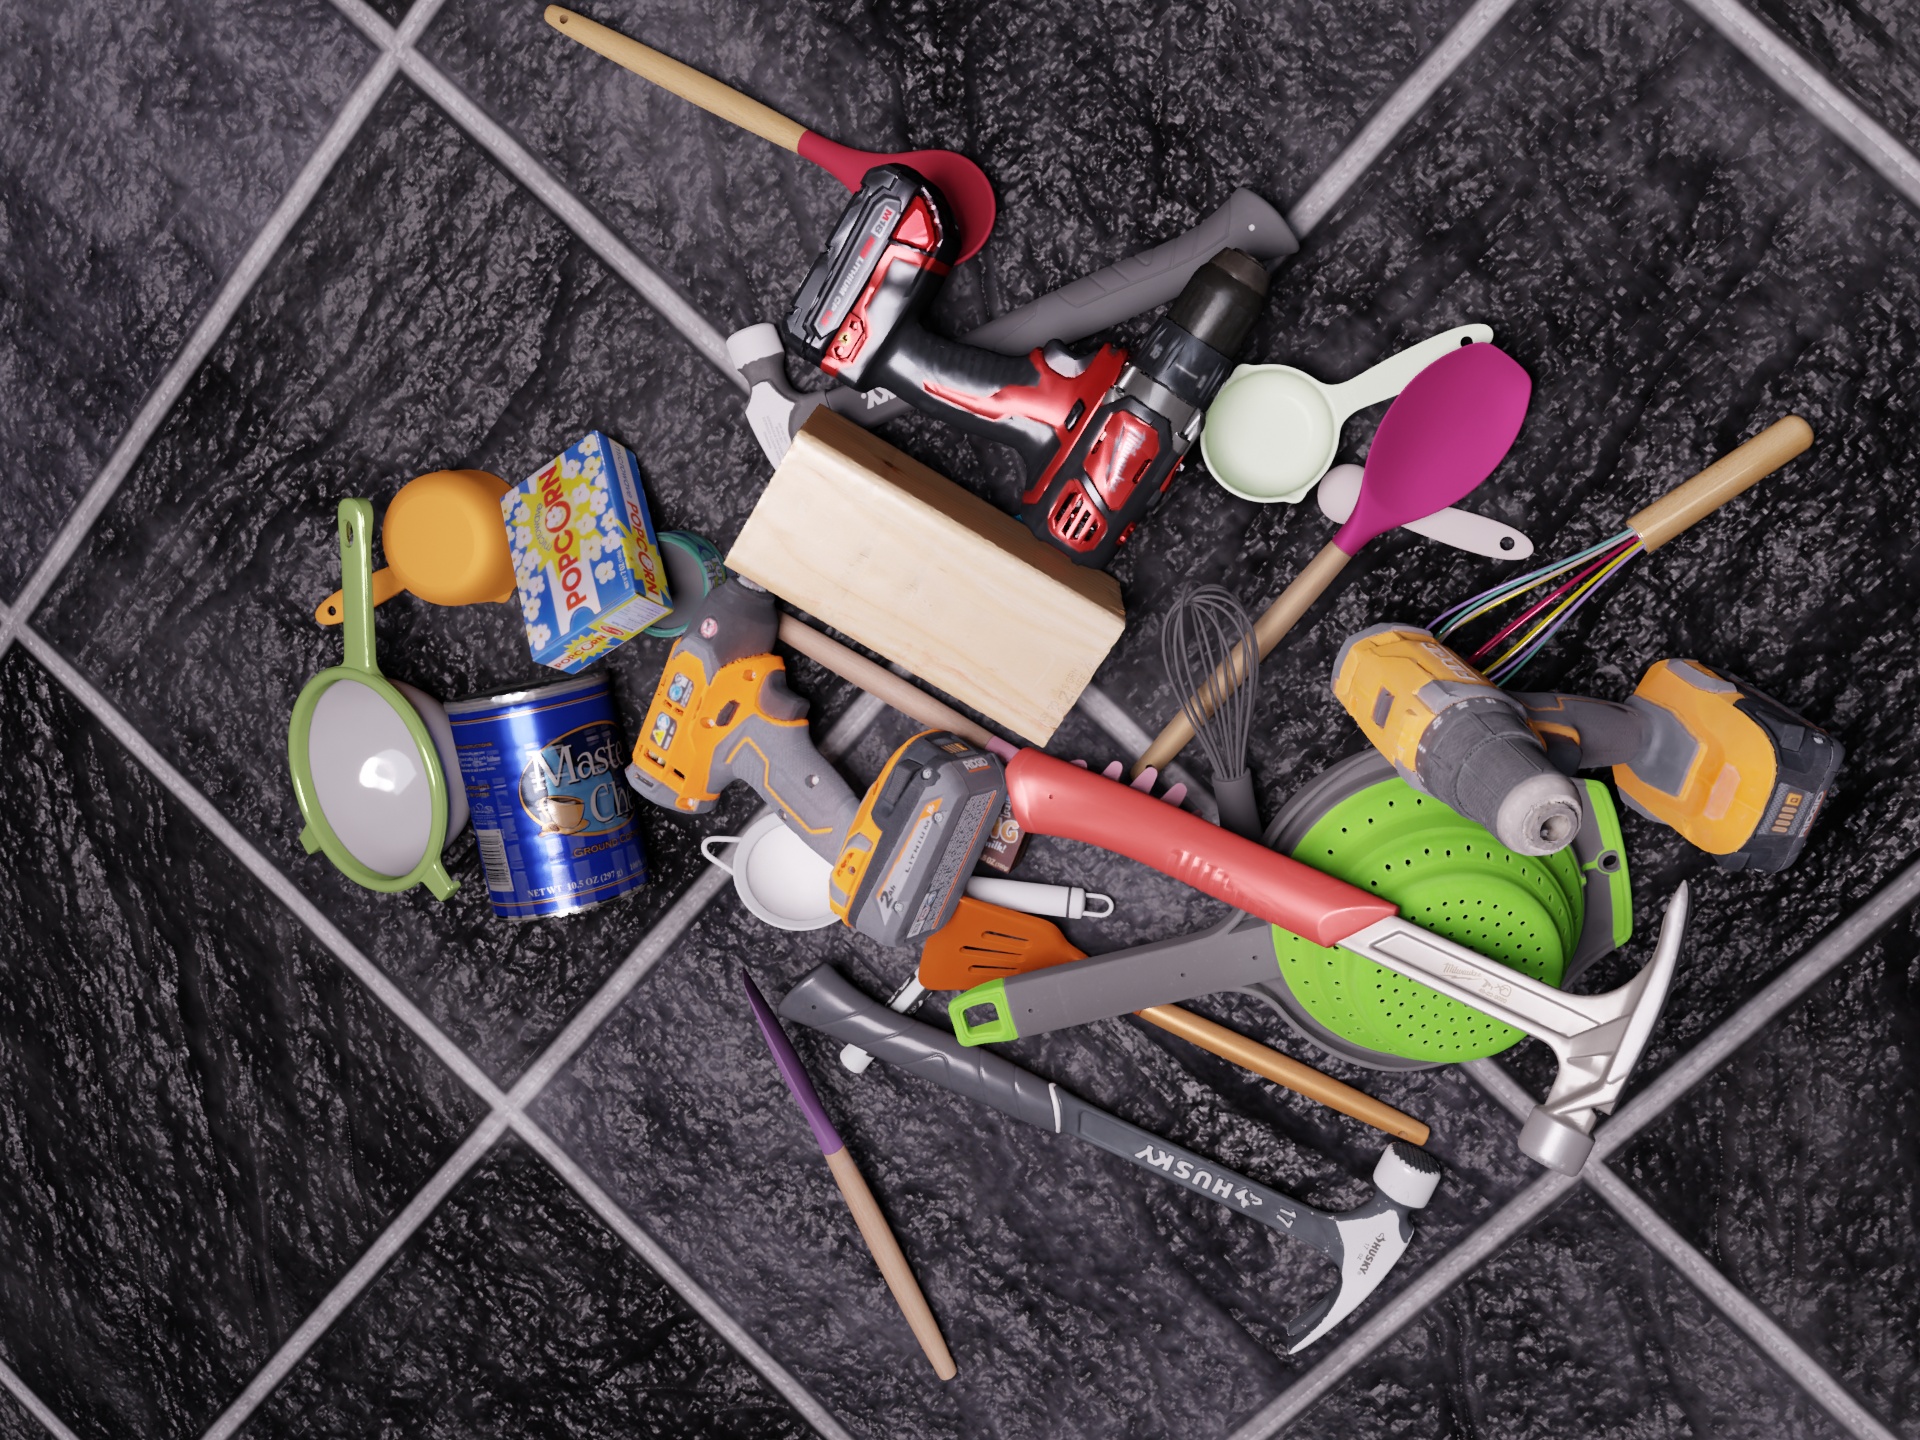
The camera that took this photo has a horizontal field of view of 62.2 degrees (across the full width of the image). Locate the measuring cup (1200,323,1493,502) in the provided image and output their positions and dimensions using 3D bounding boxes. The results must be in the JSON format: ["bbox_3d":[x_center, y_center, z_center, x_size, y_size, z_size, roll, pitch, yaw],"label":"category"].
[{"bbox_3d":[0.215,-0.180,0.893,0.167,0.038,0.083,-24,94,12],"label":"measuring cup"}]

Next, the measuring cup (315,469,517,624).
[{"bbox_3d":[-0.363,-0.100,1.033,0.173,0.052,0.095,-25,93,14],"label":"measuring cup"}]

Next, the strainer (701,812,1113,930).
[{"bbox_3d":[-0.033,0.104,0.997,0.258,0.050,0.087,6,57,7],"label":"strainer"}]

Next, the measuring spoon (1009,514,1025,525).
[{"bbox_3d":[0.047,-0.118,0.948,0.128,0.021,0.042,-11,97,16],"label":"measuring spoon"}]

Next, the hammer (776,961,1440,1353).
[{"bbox_3d":[0.076,0.253,0.987,0.409,0.036,0.149,23,106,5],"label":"hammer"}]

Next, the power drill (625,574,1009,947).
[{"bbox_3d":[-0.087,0.014,0.946,0.227,0.084,0.164,31,108,23],"label":"power drill"}]

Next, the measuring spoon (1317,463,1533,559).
[{"bbox_3d":[0.263,-0.115,0.899,0.124,0.018,0.034,19,103,10],"label":"measuring spoon"}]

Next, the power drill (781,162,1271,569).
[{"bbox_3d":[0.039,-0.215,0.872,0.227,0.080,0.188,34,105,3],"label":"power drill"}]

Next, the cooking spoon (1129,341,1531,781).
[{"bbox_3d":[0.200,-0.079,0.908,0.068,0.017,0.319,35,111,-10],"label":"cooking spoon"}]

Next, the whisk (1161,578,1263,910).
[{"bbox_3d":[0.157,0.031,0.922,0.055,0.055,0.238,-8,112,15],"label":"whisk"}]

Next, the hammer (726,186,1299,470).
[{"bbox_3d":[0.034,-0.218,0.929,0.335,0.035,0.146,-20,94,16],"label":"hammer"}]

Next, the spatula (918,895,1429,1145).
[{"bbox_3d":[0.132,0.190,0.971,0.322,0.041,0.081,24,125,7],"label":"spatula"}]

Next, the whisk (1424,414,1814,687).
[{"bbox_3d":[0.354,-0.085,0.872,0.245,0.047,0.051,-35,89,13],"label":"whisk"}]

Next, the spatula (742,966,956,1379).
[{"bbox_3d":[-0.071,0.296,1.026,0.018,0.060,0.315,-25,103,-4],"label":"spatula"}]

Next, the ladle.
[{"bbox_3d":[-0.116,-0.355,0.946,0.315,0.031,0.069,30,96,9],"label":"ladle"}]

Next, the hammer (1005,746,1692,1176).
[{"bbox_3d":[0.180,0.084,0.831,0.359,0.036,0.149,24,91,30],"label":"hammer"}]

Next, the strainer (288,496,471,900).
[{"bbox_3d":[-0.366,-0.018,1.031,0.151,0.069,0.256,12,107,31],"label":"strainer"}]

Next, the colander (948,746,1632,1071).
[{"bbox_3d":[0.185,0.140,0.887,0.397,0.094,0.204,-15,106,7],"label":"colander"}]

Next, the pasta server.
[{"bbox_3d":[-0.002,-0.003,0.971,0.316,0.060,0.040,30,60,14],"label":"pasta server"}]

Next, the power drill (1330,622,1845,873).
[{"bbox_3d":[0.319,0.019,0.793,0.226,0.185,0.084,8,112,-14],"label":"power drill"}]
